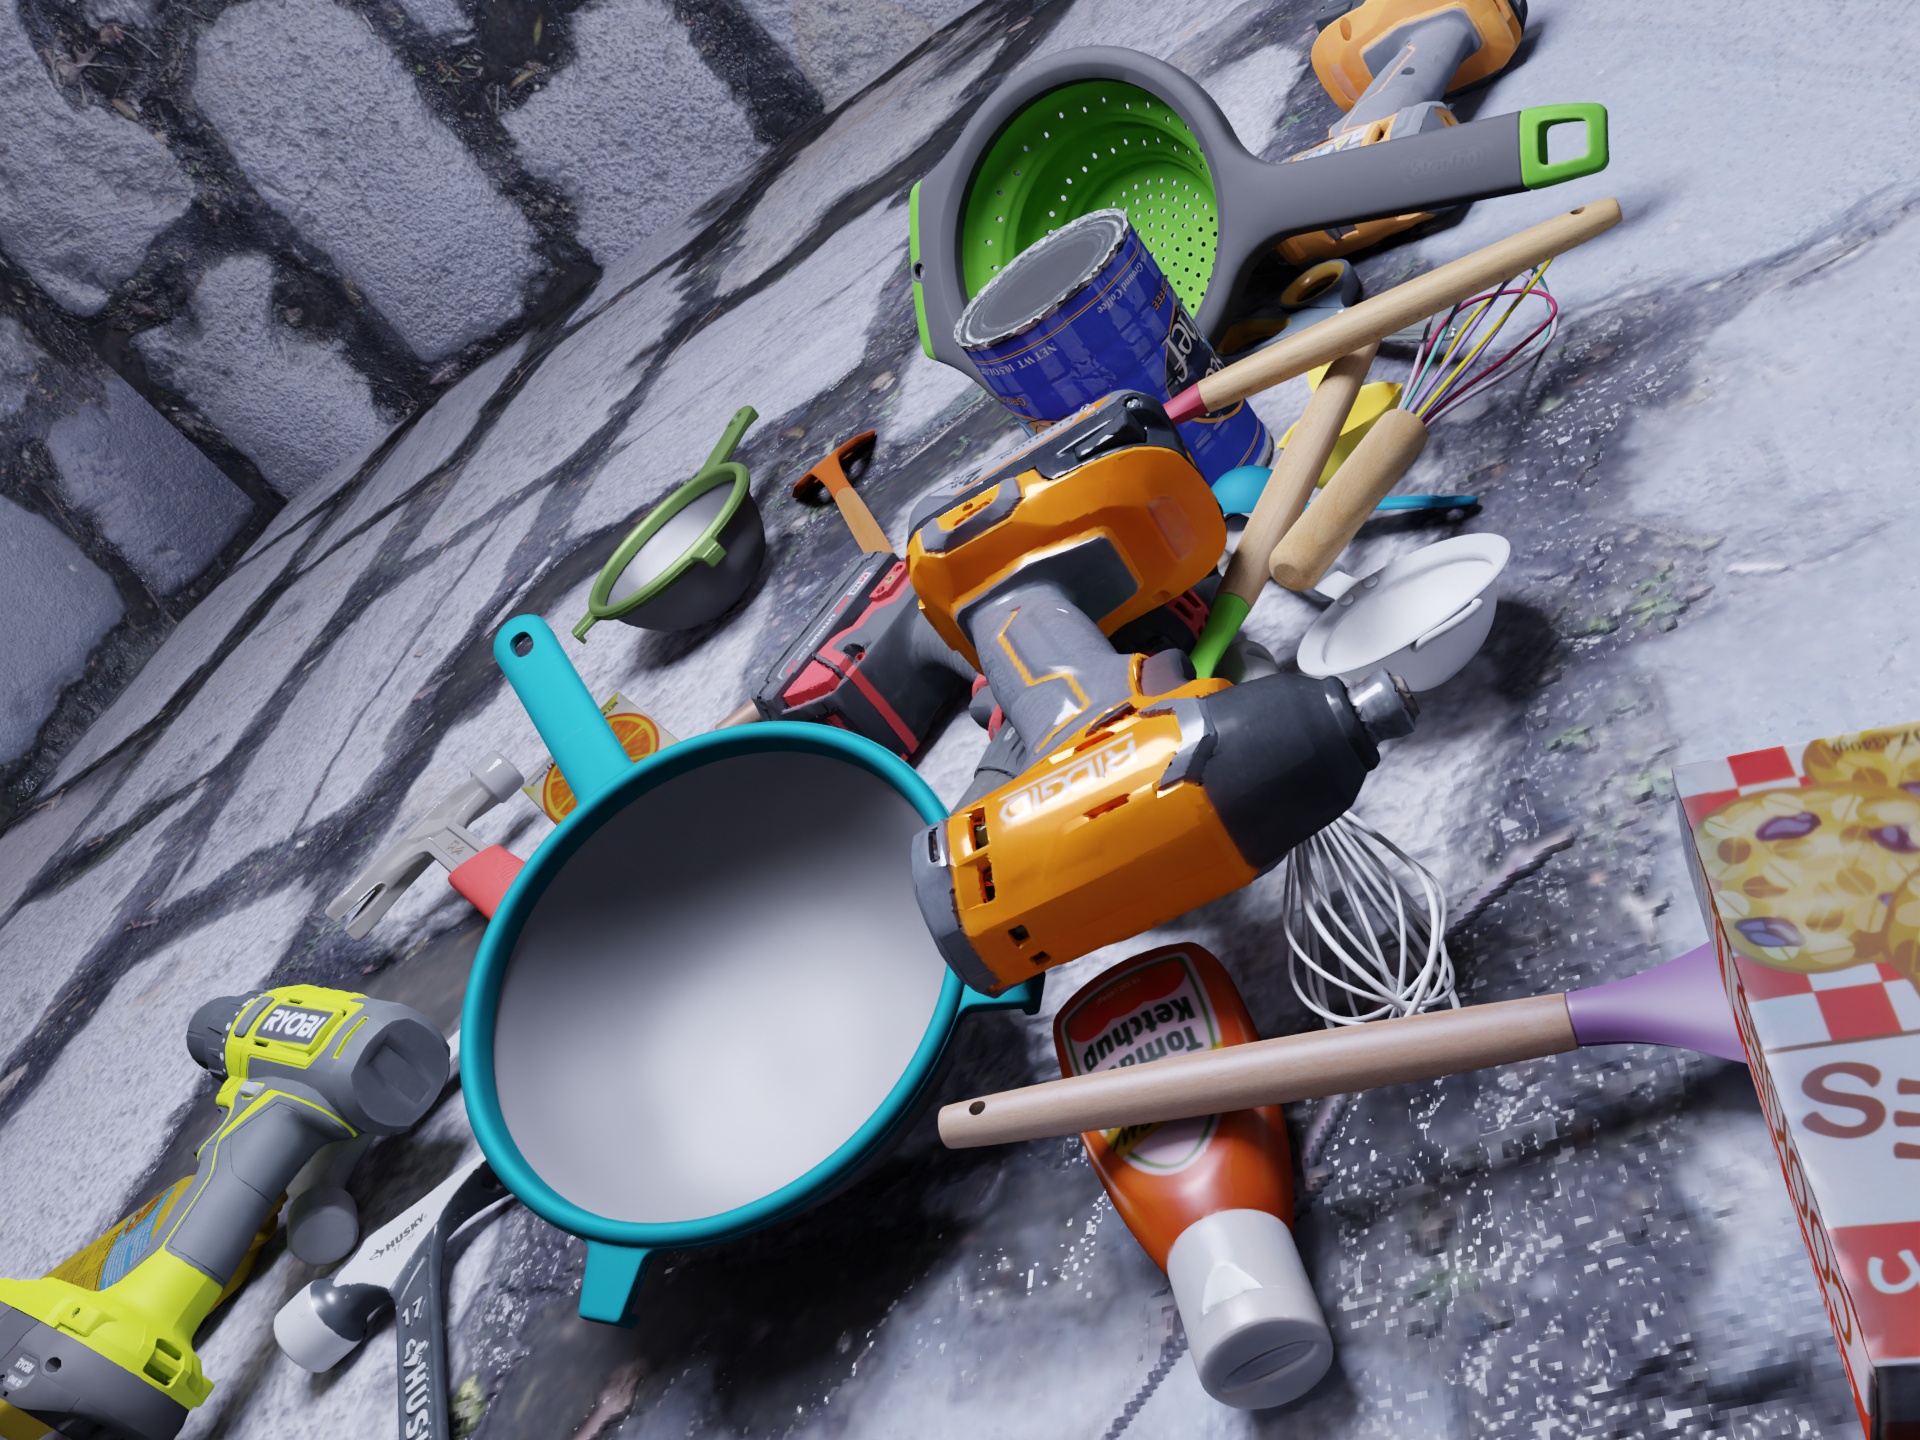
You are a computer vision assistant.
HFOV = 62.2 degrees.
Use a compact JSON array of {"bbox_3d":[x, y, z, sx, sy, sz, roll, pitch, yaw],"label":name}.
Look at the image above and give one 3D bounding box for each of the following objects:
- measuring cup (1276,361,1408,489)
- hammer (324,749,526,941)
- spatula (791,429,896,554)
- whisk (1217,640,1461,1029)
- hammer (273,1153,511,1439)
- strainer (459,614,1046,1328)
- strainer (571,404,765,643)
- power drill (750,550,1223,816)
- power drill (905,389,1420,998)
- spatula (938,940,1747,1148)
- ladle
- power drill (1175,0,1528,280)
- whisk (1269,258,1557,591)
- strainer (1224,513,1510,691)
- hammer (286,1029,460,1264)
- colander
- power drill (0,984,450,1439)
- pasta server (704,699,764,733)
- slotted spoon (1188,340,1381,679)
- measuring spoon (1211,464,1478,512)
[{"bbox_3d":[0.187,-0.150,0.775,0.062,0.029,0.157,-25,19,20],"label":"measuring cup"},{"bbox_3d":[-0.271,0.096,0.896,0.149,0.036,0.359,-48,24,-16],"label":"hammer"},{"bbox_3d":[-0.066,-0.136,1.073,0.081,0.041,0.323,-38,31,5],"label":"spatula"},{"bbox_3d":[0.123,0.030,0.561,0.247,0.057,0.059,-95,28,-62],"label":"whisk"},{"bbox_3d":[-0.186,0.298,0.570,0.149,0.036,0.409,-41,28,-3],"label":"hammer"},{"bbox_3d":[-0.112,0.075,0.663,0.211,0.095,0.341,-37,49,-4],"label":"strainer"},{"bbox_3d":[-0.179,-0.144,1.175,0.151,0.069,0.257,-25,30,32],"label":"strainer"},{"bbox_3d":[-0.001,-0.002,0.736,0.227,0.080,0.188,5,52,51],"label":"power drill"},{"bbox_3d":[0.060,-0.023,0.562,0.164,0.084,0.227,-27,36,16],"label":"power drill"},{"bbox_3d":[0.138,0.087,0.427,0.316,0.018,0.060,-14,37,21],"label":"spatula"},{"bbox_3d":[0.132,-0.152,0.703,0.315,0.031,0.069,-22,31,21],"label":"ladle"},{"bbox_3d":[0.233,-0.357,0.959,0.185,0.084,0.226,-10,45,47],"label":"power drill"},{"bbox_3d":[0.194,-0.131,0.668,0.047,0.051,0.245,5,44,45],"label":"whisk"},{"bbox_3d":[0.154,-0.056,0.654,0.087,0.050,0.259,-36,22,0],"label":"strainer"},{"bbox_3d":[-0.209,0.112,0.872,0.405,0.035,0.144,-43,27,-5],"label":"hammer"},{"bbox_3d":[0.155,-0.273,0.871,0.397,0.204,0.094,0,8,36],"label":"colander"},{"bbox_3d":[-0.377,0.229,0.782,0.190,0.080,0.229,-1,45,38],"label":"power drill"},{"bbox_3d":[-0.112,-0.001,0.929,0.316,0.040,0.060,-34,27,4],"label":"pasta server"},{"bbox_3d":[0.120,-0.066,0.655,0.070,0.031,0.314,-23,32,57],"label":"slotted spoon"},{"bbox_3d":[0.166,-0.103,0.700,0.129,0.021,0.042,5,13,41],"label":"measuring spoon"}]
